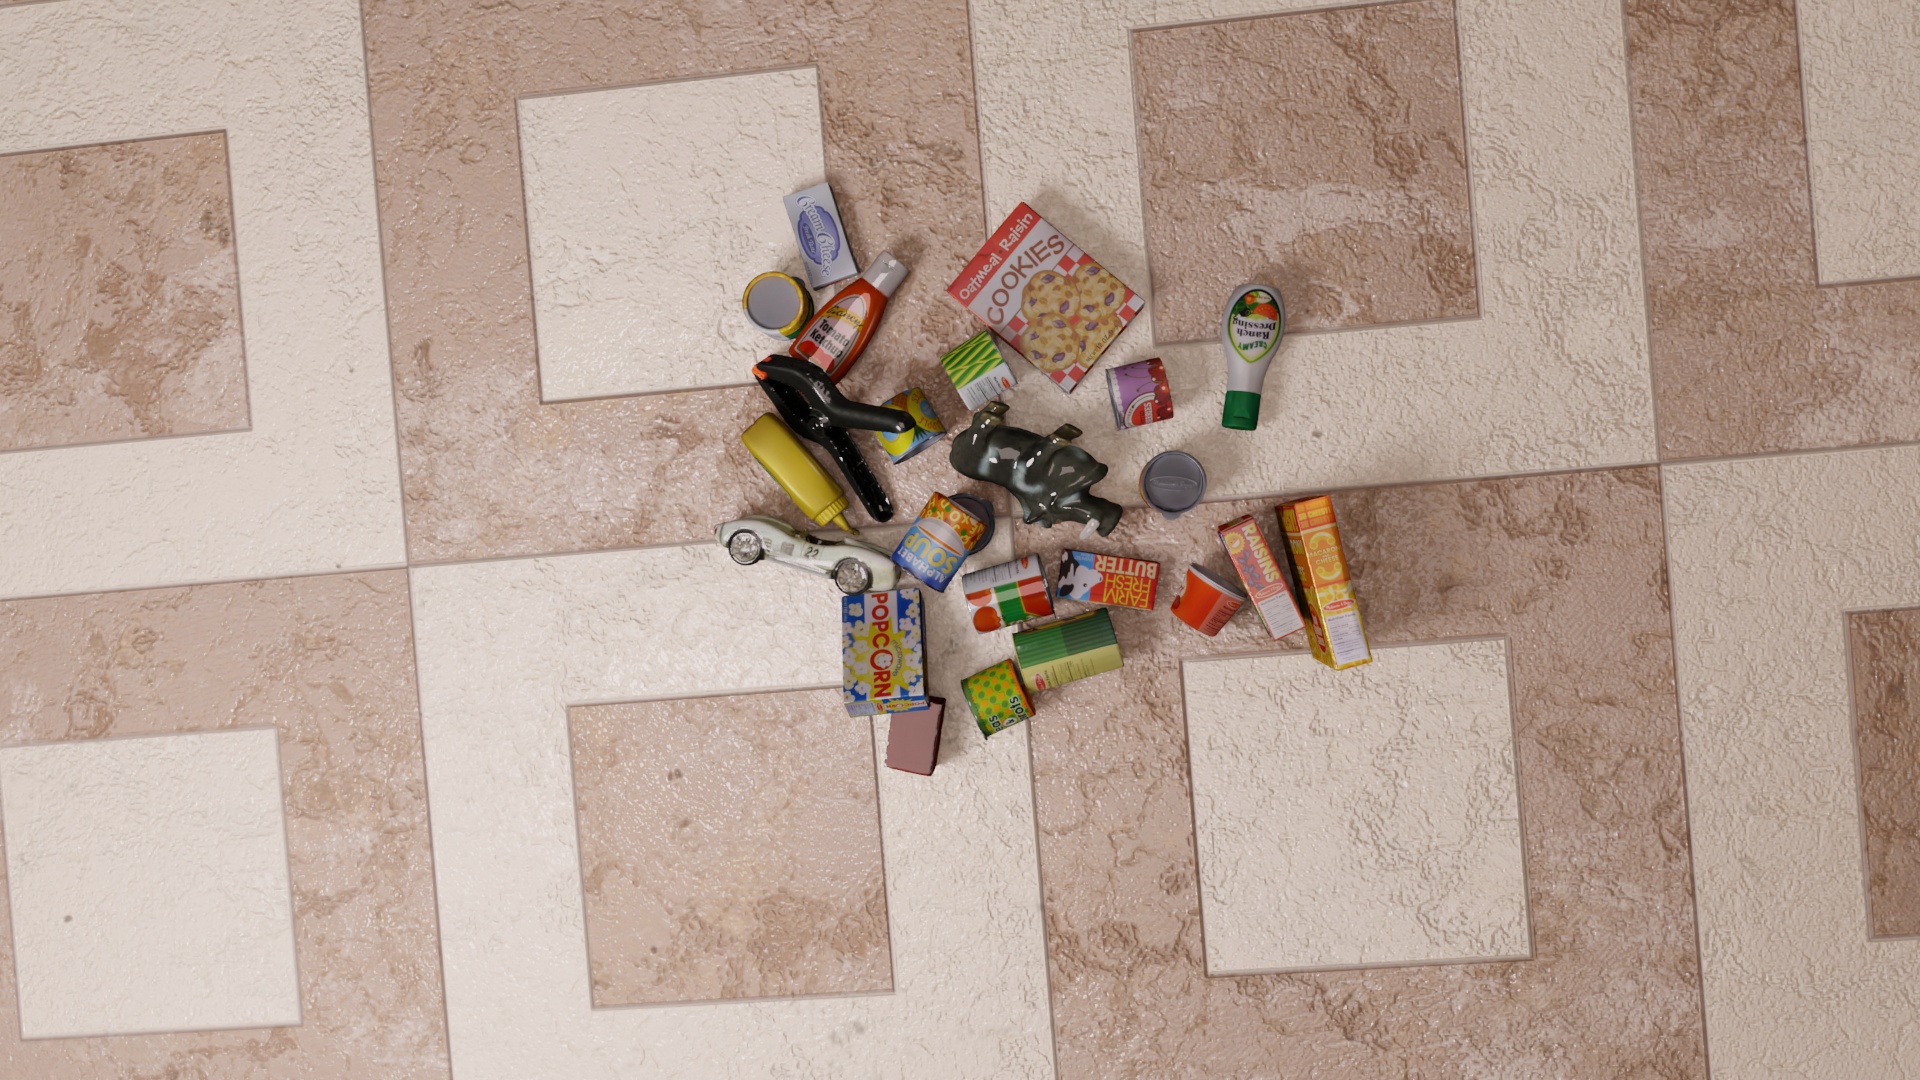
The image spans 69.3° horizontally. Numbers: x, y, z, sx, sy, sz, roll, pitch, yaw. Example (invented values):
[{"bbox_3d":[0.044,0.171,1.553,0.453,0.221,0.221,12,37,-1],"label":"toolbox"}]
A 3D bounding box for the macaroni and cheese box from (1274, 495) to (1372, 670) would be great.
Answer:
[{"bbox_3d":[0.360,0.040,1.389,0.040,0.124,0.166,-15,89,4],"label":"macaroni and cheese box"}]

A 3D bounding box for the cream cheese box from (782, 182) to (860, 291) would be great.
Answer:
[{"bbox_3d":[-0.148,-0.323,1.477,0.053,0.024,0.103,-19,89,3],"label":"cream cheese box"}]

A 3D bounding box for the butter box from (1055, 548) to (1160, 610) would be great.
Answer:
[{"bbox_3d":[0.154,0.041,1.456,0.103,0.024,0.053,8,92,5],"label":"butter box"}]

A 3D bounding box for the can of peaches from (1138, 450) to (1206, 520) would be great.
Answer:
[{"bbox_3d":[0.218,-0.057,1.433,0.071,0.058,0.071,0,91,4],"label":"can of peaches"}]

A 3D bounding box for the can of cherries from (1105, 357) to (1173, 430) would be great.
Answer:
[{"bbox_3d":[0.185,-0.149,1.429,0.058,0.071,0.071,-12,90,4],"label":"can of cherries"}]

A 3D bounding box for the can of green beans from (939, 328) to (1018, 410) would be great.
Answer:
[{"bbox_3d":[0.019,-0.177,1.444,0.058,0.071,0.071,-30,88,5],"label":"can of green beans"}]

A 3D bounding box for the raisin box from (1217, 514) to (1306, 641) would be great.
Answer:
[{"bbox_3d":[0.305,0.036,1.413,0.040,0.086,0.123,-26,89,10],"label":"raisin box"}]

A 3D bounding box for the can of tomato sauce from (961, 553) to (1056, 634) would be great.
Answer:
[{"bbox_3d":[0.050,0.058,1.444,0.083,0.071,0.071,-16,90,6],"label":"can of tomato sauce"}]

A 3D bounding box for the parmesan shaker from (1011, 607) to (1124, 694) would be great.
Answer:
[{"bbox_3d":[0.112,0.115,1.442,0.103,0.071,0.071,-16,90,4],"label":"parmesan shaker"}]

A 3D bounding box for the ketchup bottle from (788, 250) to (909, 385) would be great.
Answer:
[{"bbox_3d":[-0.113,-0.237,1.466,0.065,0.043,0.148,39,93,4],"label":"ketchup bottle"}]

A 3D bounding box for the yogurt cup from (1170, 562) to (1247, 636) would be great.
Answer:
[{"bbox_3d":[0.253,0.063,1.430,0.072,0.072,0.054,31,101,4],"label":"yogurt cup"}]

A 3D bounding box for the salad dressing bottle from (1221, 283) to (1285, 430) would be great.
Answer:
[{"bbox_3d":[0.297,-0.188,1.432,0.064,0.044,0.147,7,92,6],"label":"salad dressing bottle"}]

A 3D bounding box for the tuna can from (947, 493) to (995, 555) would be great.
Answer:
[{"bbox_3d":[0.005,-0.018,1.463,0.071,0.033,0.071,0,91,5],"label":"tuna can"}]

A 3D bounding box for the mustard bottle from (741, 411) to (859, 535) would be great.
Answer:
[{"bbox_3d":[-0.164,-0.063,1.463,0.049,0.065,0.160,-41,92,1],"label":"mustard bottle"}]

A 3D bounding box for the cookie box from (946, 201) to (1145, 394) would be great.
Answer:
[{"bbox_3d":[0.089,-0.253,1.450,0.167,0.040,0.123,40,94,3],"label":"cookie box"}]

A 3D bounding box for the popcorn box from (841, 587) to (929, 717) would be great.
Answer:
[{"bbox_3d":[-0.078,0.115,1.441,0.085,0.038,0.127,-6,59,4],"label":"popcorn box"}]

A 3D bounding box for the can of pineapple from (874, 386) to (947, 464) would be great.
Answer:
[{"bbox_3d":[-0.055,-0.121,1.450,0.071,0.071,0.058,-32,88,5],"label":"can of pineapple"}]

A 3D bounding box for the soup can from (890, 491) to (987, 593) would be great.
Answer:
[{"bbox_3d":[-0.022,0.001,1.412,0.071,0.071,0.083,34,94,3],"label":"soup can"}]

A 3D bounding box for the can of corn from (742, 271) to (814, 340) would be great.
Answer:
[{"bbox_3d":[-0.191,-0.249,1.464,0.071,0.058,0.071,0,91,5],"label":"can of corn"}]

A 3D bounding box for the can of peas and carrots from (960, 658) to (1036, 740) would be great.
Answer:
[{"bbox_3d":[0.040,0.165,1.444,0.059,0.071,0.071,-25,89,4],"label":"can of peas and carrots"}]
